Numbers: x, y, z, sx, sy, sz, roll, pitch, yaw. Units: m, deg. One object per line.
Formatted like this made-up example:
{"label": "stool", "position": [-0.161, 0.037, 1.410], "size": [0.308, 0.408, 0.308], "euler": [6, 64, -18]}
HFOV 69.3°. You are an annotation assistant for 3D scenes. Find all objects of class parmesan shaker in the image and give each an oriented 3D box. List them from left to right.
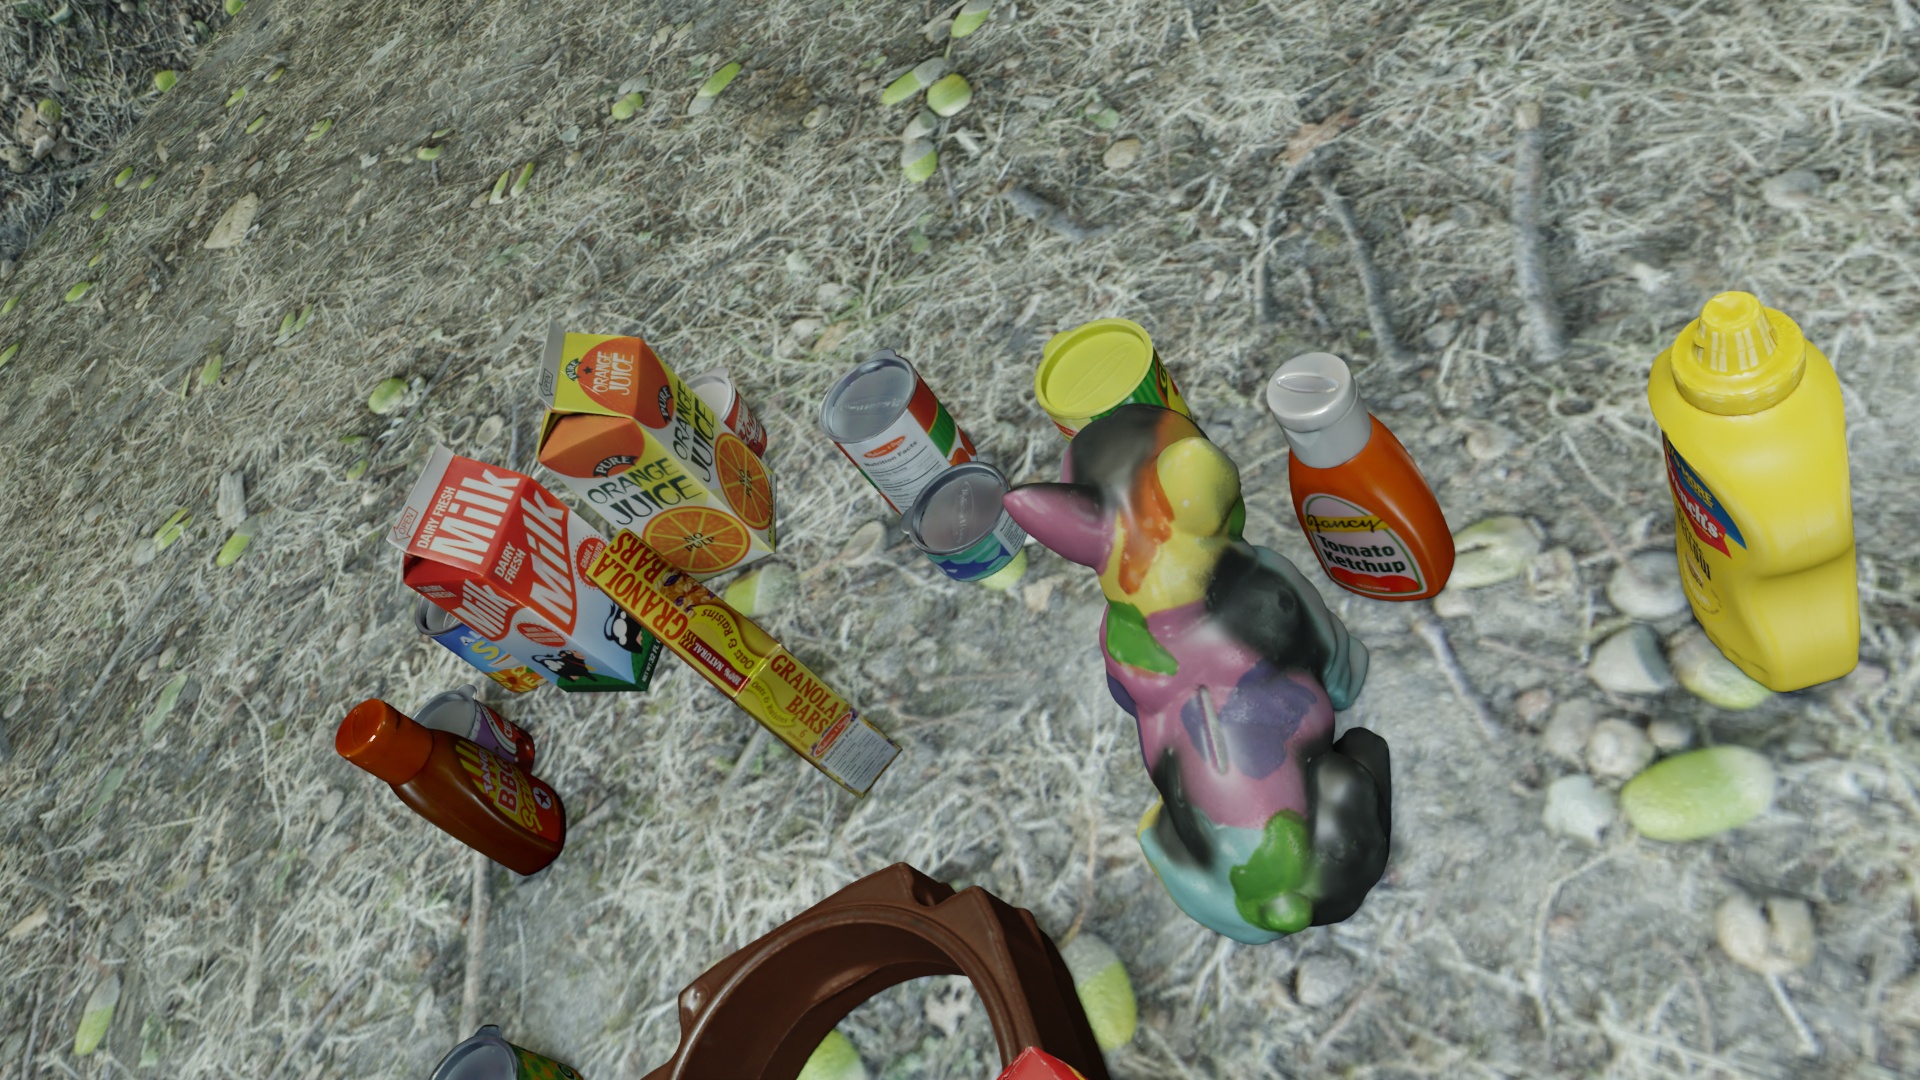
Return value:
{"label": "parmesan shaker", "position": [0.090, -0.064, 0.755], "size": [0.071, 0.102, 0.071], "euler": [-17, 49, 21]}

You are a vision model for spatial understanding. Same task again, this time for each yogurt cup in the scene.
{"label": "yogurt cup", "position": [-0.172, -0.075, 0.968], "size": [0.072, 0.053, 0.073], "euler": [-17, 49, 21]}

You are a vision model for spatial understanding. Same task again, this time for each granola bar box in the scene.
{"label": "granola bar box", "position": [-0.123, 0.068, 0.776], "size": [0.166, 0.124, 0.039], "euler": [29, 76, 43]}

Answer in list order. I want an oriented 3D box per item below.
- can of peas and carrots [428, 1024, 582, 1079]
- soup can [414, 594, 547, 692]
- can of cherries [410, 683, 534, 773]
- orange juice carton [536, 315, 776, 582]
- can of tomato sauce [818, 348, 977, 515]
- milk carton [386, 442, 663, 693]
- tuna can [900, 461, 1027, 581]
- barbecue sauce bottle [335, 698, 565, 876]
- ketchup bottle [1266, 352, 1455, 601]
{"label": "can of peas and carrots", "position": [-0.236, 0.295, 0.720], "size": [0.071, 0.058, 0.071], "euler": [-17, 49, 21]}
{"label": "soup can", "position": [-0.310, 0.056, 0.935], "size": [0.071, 0.083, 0.072], "euler": [-17, 49, 21]}
{"label": "can of cherries", "position": [-0.317, 0.136, 0.896], "size": [0.071, 0.058, 0.072], "euler": [-17, 49, 21]}
{"label": "orange juice carton", "position": [-0.198, -0.057, 0.873], "size": [0.073, 0.192, 0.072], "euler": [-21, 48, 18]}
{"label": "can of tomato sauce", "position": [-0.036, -0.064, 0.851], "size": [0.071, 0.083, 0.071], "euler": [-17, 49, 21]}
{"label": "milk carton", "position": [-0.268, 0.021, 0.859], "size": [0.073, 0.190, 0.073], "euler": [-5, 55, 30]}
{"label": "tuna can", "position": [0.003, -0.010, 0.820], "size": [0.071, 0.032, 0.071], "euler": [-17, 49, 21]}
{"label": "barbecue sauce bottle", "position": [-0.297, 0.142, 0.814], "size": [0.043, 0.148, 0.065], "euler": [-35, 45, 5]}
{"label": "ketchup bottle", "position": [0.180, -0.027, 0.636], "size": [0.065, 0.148, 0.044], "euler": [9, 63, 37]}
